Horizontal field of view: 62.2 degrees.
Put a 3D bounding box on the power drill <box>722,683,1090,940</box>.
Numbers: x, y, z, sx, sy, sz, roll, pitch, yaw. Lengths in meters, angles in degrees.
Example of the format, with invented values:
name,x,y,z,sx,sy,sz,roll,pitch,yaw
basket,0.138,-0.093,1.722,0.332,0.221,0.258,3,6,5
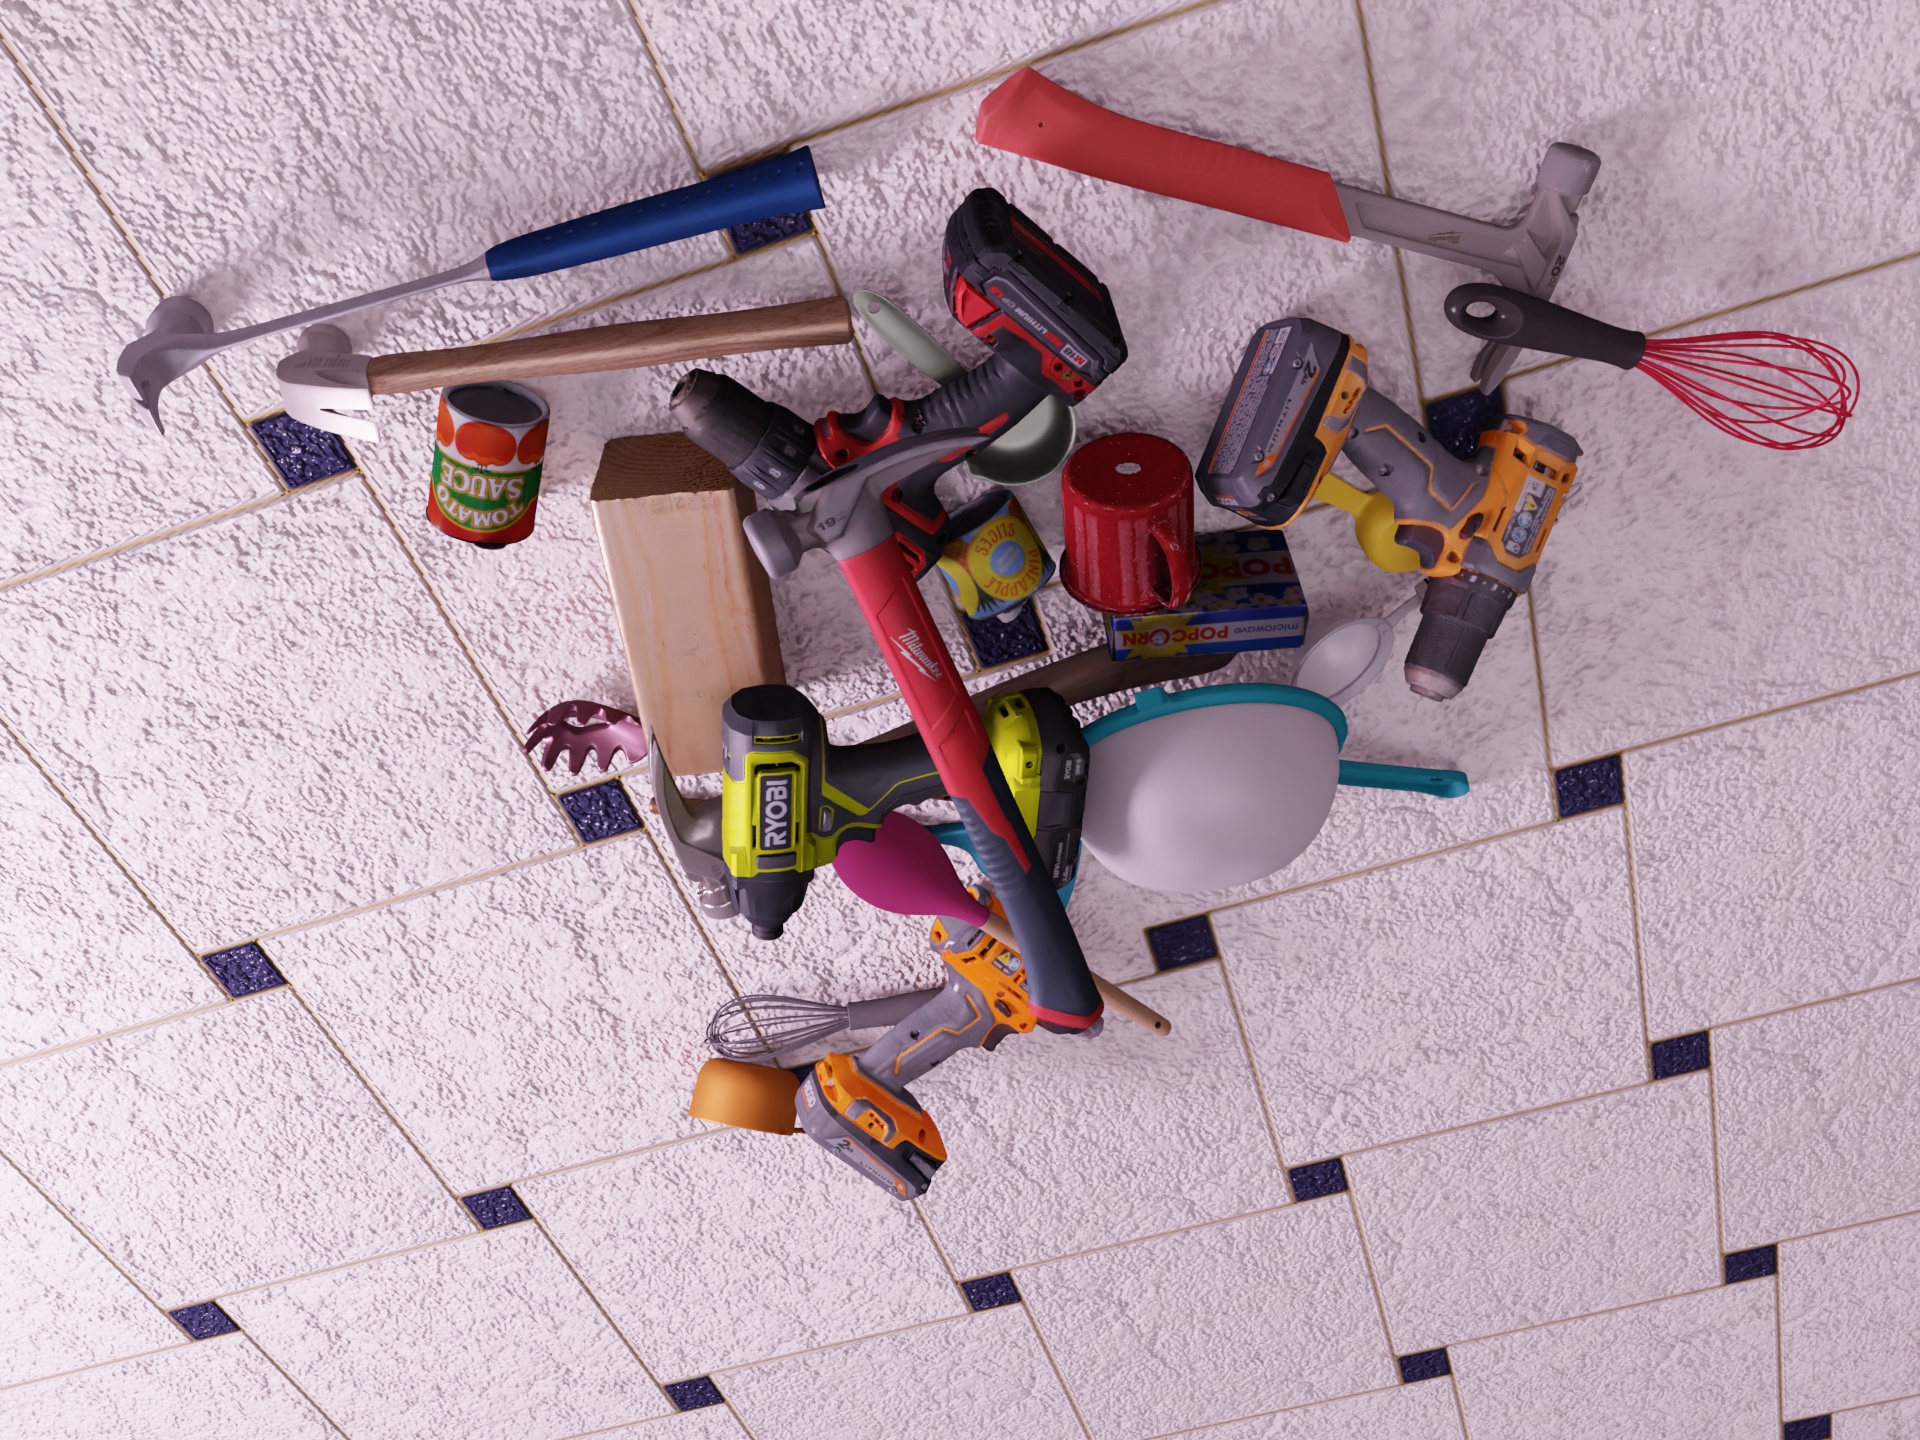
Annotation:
name,x,y,z,sx,sy,sz,roll,pitch,yaw
power drill,-0.040,0.058,1.012,0.223,0.080,0.171,-4,120,-15

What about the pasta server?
name,x,y,z,sx,sy,sz,roll,pitch,yaw
pasta server,-0.149,0.031,1.138,0.316,0.040,0.060,11,138,-12

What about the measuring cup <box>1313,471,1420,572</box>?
name,x,y,z,sx,sy,sz,roll,pitch,yaw
measuring cup,0.251,-0.142,1.042,0.156,0.029,0.062,22,121,-20

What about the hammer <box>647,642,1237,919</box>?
name,x,y,z,sx,sy,sz,roll,pitch,yaw
hammer,-0.002,-0.003,1.056,0.410,0.038,0.146,-22,126,-8

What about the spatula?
name,x,y,z,sx,sy,sz,roll,pitch,yaw
spatula,-0.071,0.085,1.177,0.317,0.044,0.082,7,121,-6

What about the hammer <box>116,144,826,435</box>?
name,x,y,z,sx,sy,sz,roll,pitch,yaw
hammer,-0.275,-0.250,0.896,0.405,0.144,0.035,-16,125,0

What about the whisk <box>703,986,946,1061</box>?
name,x,y,z,sx,sy,sz,roll,pitch,yaw
whisk,-0.088,0.239,1.284,0.239,0.055,0.055,-6,125,-4

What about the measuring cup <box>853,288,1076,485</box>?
name,x,y,z,sx,sy,sz,roll,pitch,yaw
measuring cup,0.000,-0.213,0.978,0.167,0.038,0.083,37,115,-22

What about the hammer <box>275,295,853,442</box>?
name,x,y,z,sx,sy,sz,roll,pitch,yaw
hammer,-0.228,-0.215,0.931,0.331,0.130,0.031,-9,123,-7

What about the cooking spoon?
name,x,y,z,sx,sy,sz,roll,pitch,yaw
cooking spoon,0.038,0.159,1.183,0.318,0.017,0.069,33,86,-21

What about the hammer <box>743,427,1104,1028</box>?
name,x,y,z,sx,sy,sz,roll,pitch,yaw
hammer,0.019,0.020,0.944,0.143,0.038,0.386,-27,114,-5

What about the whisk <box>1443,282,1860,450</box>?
name,x,y,z,sx,sy,sz,roll,pitch,yaw
whisk,0.424,-0.219,0.965,0.295,0.073,0.073,10,124,-16

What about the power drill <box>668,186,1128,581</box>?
name,x,y,z,sx,sy,sz,roll,pitch,yaw
power drill,-0.037,-0.194,0.914,0.187,0.080,0.226,32,121,-29

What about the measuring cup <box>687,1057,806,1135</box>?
name,x,y,z,sx,sy,sz,roll,pitch,yaw
measuring cup,-0.148,0.317,1.330,0.095,0.052,0.173,-1,165,41

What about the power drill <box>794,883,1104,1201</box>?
name,x,y,z,sx,sy,sz,roll,pitch,yaw
power drill,-0.002,0.259,1.241,0.164,0.084,0.226,40,92,-20

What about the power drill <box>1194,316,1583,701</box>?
name,x,y,z,sx,sy,sz,roll,pitch,yaw
power drill,0.262,-0.128,0.990,0.226,0.084,0.185,21,92,-18

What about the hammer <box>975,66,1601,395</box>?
name,x,y,z,sx,sy,sz,roll,pitch,yaw
hammer,0.182,-0.299,0.928,0.359,0.037,0.149,10,123,-11

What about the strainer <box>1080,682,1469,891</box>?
name,x,y,z,sx,sy,sz,roll,pitch,yaw
strainer,0.225,0.067,1.107,0.340,0.095,0.211,5,152,-24

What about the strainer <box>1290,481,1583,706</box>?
name,x,y,z,sx,sy,sz,roll,pitch,yaw
strainer,0.311,-0.082,1.083,0.258,0.050,0.086,-36,143,13
